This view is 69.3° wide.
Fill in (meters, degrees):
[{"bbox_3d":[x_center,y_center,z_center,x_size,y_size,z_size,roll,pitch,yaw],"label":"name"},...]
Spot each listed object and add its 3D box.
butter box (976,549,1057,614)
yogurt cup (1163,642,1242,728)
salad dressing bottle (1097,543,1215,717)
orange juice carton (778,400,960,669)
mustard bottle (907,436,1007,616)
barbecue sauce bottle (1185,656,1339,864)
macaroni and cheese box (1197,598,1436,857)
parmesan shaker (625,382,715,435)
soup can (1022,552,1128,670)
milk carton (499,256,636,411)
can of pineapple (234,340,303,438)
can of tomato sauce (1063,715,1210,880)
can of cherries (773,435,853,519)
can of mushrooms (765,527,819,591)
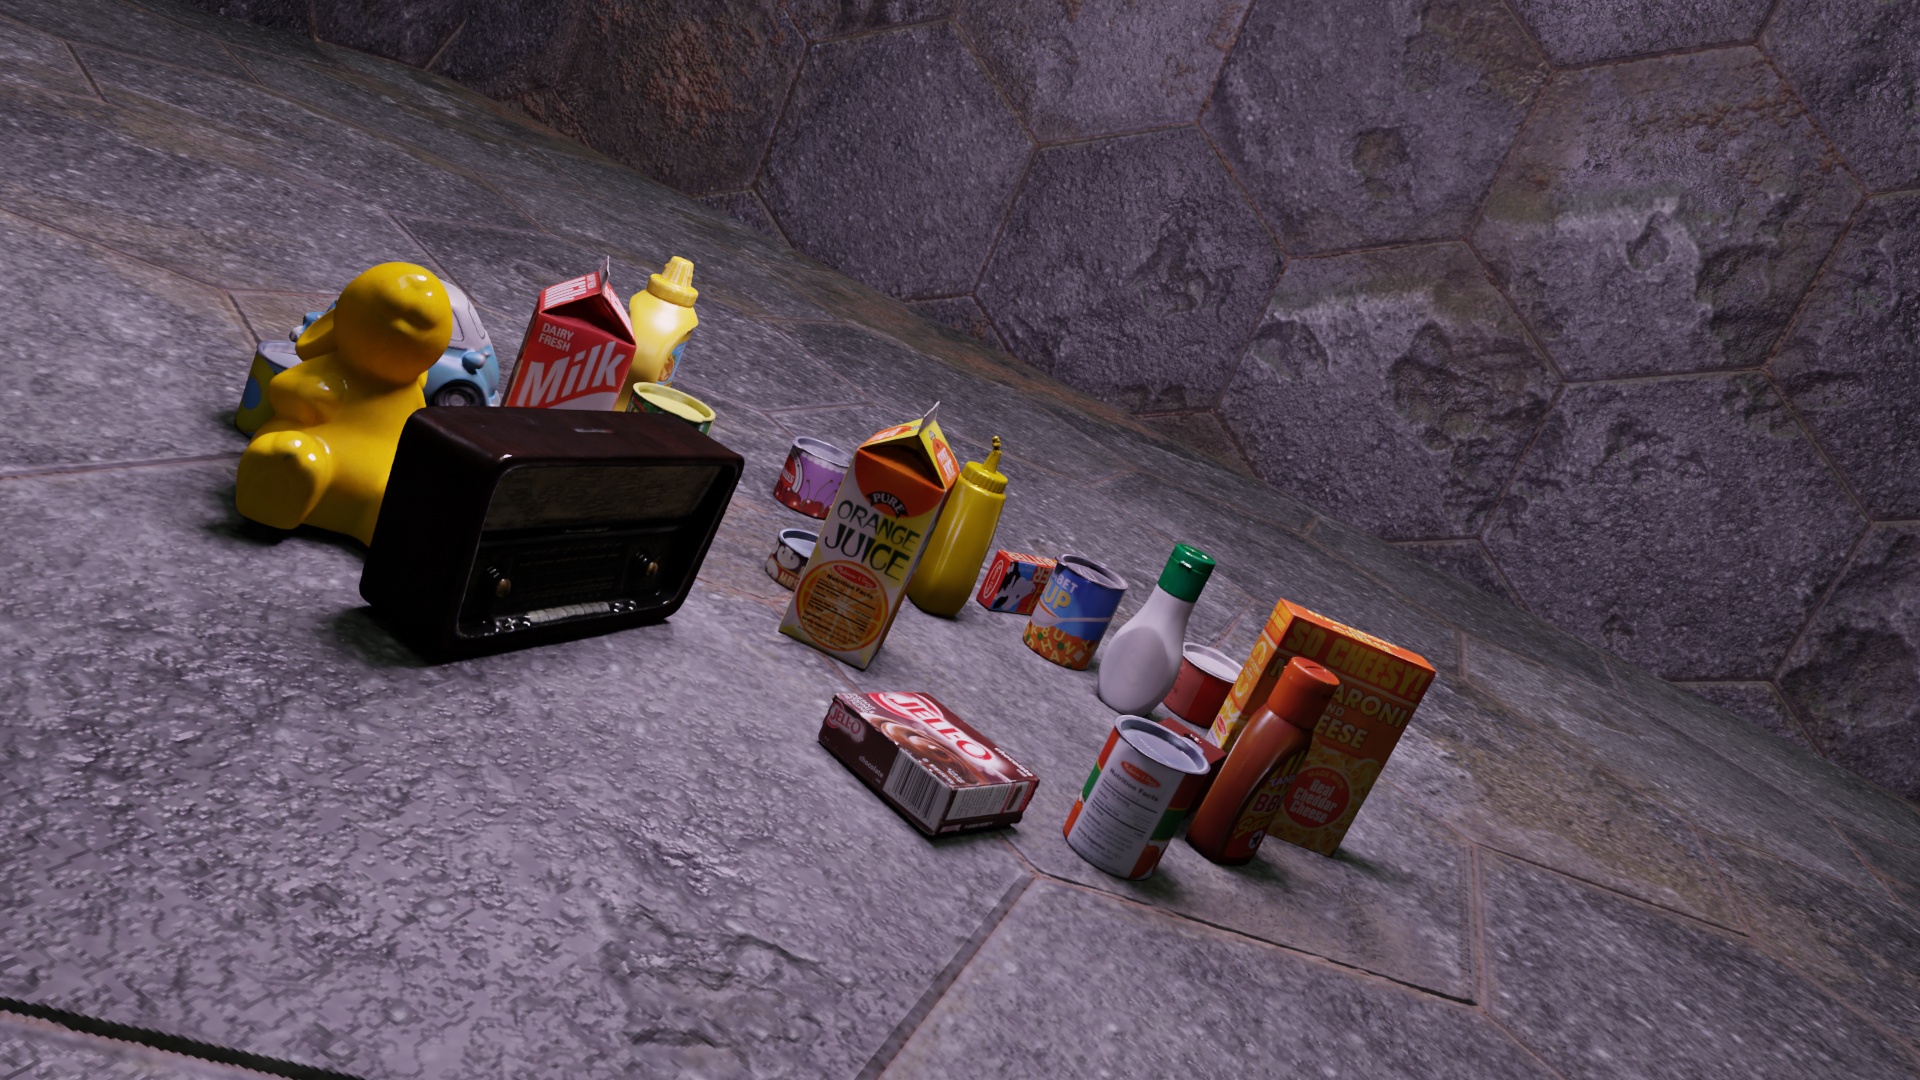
[{"bbox_3d":[0.065,0.042,1.301,0.103,0.053,0.024,10,21,-44],"label":"butter box"},{"bbox_3d":[0.214,0.130,1.231,0.072,0.053,0.072,23,15,-6],"label":"yogurt cup"},{"bbox_3d":[0.165,0.075,1.161,0.064,0.147,0.044,30,15,19],"label":"salad dressing bottle"},{"bbox_3d":[-0.058,-0.011,1.019,0.073,0.192,0.072,25,14,2],"label":"orange juice carton"},{"bbox_3d":[0.004,-0.015,1.193,0.049,0.159,0.065,17,16,-28],"label":"mustard bottle"},{"bbox_3d":[0.212,0.153,0.966,0.065,0.148,0.044,7,22,-49],"label":"barbecue sauce bottle"},{"bbox_3d":[0.260,0.141,1.044,0.124,0.166,0.040,22,15,-10],"label":"macaroni and cheese box"},{"bbox_3d":[-0.240,-0.062,1.085,0.071,0.102,0.071,23,15,-6],"label":"parmesan shaker"},{"bbox_3d":[0.098,0.062,1.225,0.071,0.083,0.071,23,15,-6],"label":"soup can"},{"bbox_3d":[-0.290,-0.113,1.013,0.073,0.190,0.072,19,16,-22],"label":"milk carton"},{"bbox_3d":[-0.456,-0.098,0.957,0.071,0.057,0.071,23,15,-6],"label":"can of pineapple"},{"bbox_3d":[0.113,0.165,0.895,0.071,0.083,0.071,23,15,-6],"label":"can of tomato sauce"},{"bbox_3d":[-0.140,-0.060,1.320,0.071,0.058,0.072,23,15,-6],"label":"can of cherries"},{"bbox_3d":[-0.122,0.020,1.124,0.071,0.033,0.071,23,15,-6],"label":"can of mushrooms"}]
